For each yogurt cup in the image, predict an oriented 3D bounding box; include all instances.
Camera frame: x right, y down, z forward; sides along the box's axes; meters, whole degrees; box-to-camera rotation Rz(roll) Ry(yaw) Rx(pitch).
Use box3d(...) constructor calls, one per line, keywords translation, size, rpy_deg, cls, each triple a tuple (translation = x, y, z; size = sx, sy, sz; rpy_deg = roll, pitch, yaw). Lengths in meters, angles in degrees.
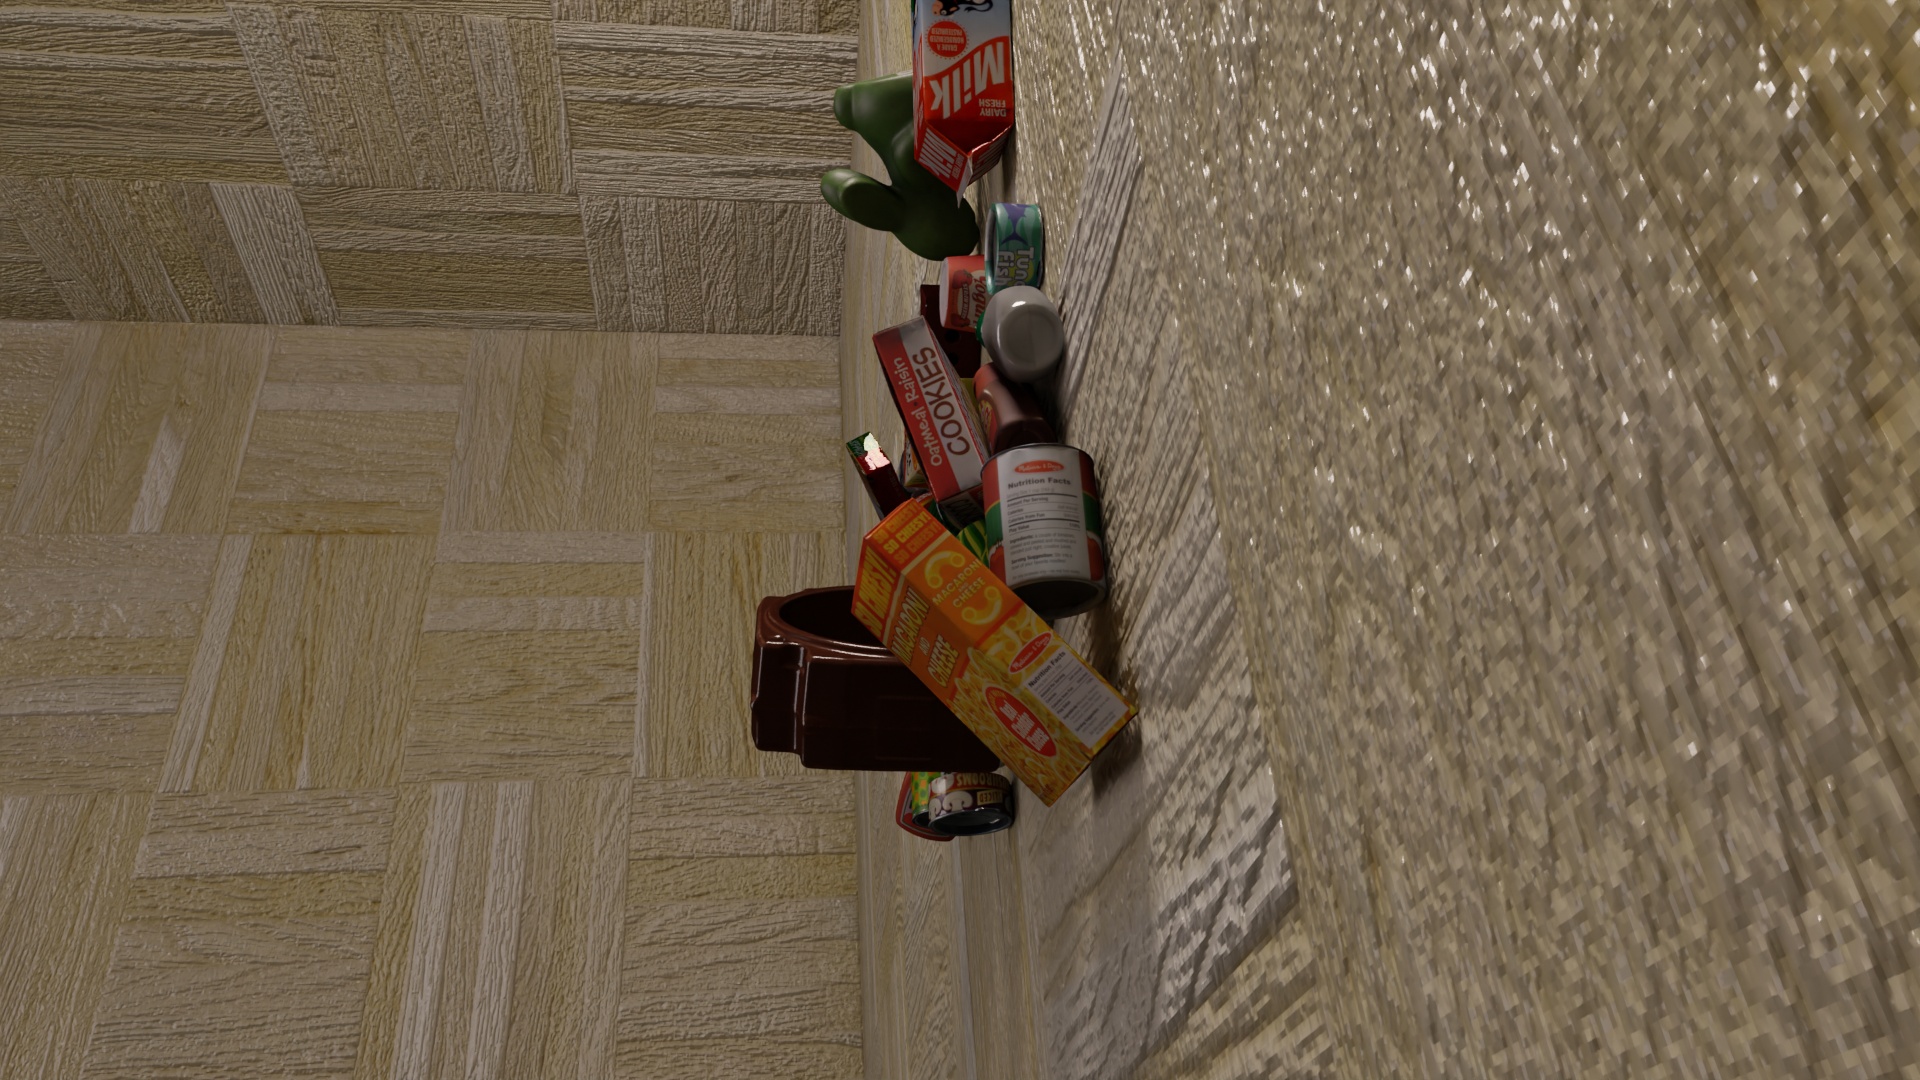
box3d(translation=(0.013, -0.194, 1.094), size=(0.072, 0.054, 0.072), rpy_deg=(-176, 87, -83), cls="yogurt cup")

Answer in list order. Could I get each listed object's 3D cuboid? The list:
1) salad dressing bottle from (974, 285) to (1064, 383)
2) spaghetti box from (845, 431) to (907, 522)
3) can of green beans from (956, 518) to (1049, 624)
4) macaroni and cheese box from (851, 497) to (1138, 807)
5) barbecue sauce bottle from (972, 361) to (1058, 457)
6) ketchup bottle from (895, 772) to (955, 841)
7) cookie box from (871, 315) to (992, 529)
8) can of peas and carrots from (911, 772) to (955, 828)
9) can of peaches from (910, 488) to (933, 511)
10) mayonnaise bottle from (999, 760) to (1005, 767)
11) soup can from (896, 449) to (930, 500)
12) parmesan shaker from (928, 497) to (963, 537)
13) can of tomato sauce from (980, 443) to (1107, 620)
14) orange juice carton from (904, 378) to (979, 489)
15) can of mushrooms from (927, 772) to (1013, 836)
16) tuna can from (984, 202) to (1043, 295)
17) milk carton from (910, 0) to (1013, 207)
box3d(translation=(0.037, -0.144, 0.957), size=(0.148, 0.044, 0.064), rpy_deg=(-121, 21, -77), cls="salad dressing bottle")
box3d(translation=(-0.057, -0.009, 1.360), size=(0.050, 0.029, 0.249), rpy_deg=(56, 172, 37), cls="spaghetti box")
box3d(translation=(0.028, 0.026, 0.934), size=(0.058, 0.071, 0.070), rpy_deg=(-98, 11, -48), cls="can of green beans")
box3d(translation=(0.013, 0.065, 0.775), size=(0.166, 0.040, 0.123), rpy_deg=(44, 159, 11), cls="macaroni and cheese box")
box3d(translation=(0.036, -0.083, 0.960), size=(0.149, 0.044, 0.064), rpy_deg=(-104, 5, -63), cls="barbecue sauce bottle")
box3d(translation=(-0.017, 0.210, 1.292), size=(0.044, 0.065, 0.148), rpy_deg=(-65, -9, -60), cls="ketchup bottle")
box3d(translation=(-0.007, -0.070, 0.965), size=(0.167, 0.040, 0.123), rpy_deg=(44, -157, -76), cls="cookie box")
box3d(translation=(-0.011, 0.215, 1.213), size=(0.070, 0.071, 0.059), rpy_deg=(104, 164, -61), cls="can of peas and carrots")
box3d(translation=(-0.019, -0.012, 1.273), size=(0.058, 0.071, 0.071), rpy_deg=(-133, 44, -78), cls="can of peaches")
box3d(translation=(0.005, 0.127, 1.130), size=(0.149, 0.065, 0.041), rpy_deg=(-96, 8, -60), cls="mayonnaise bottle")
box3d(translation=(-0.031, -0.064, 1.350), size=(0.083, 0.071, 0.071), rpy_deg=(127, 143, -78), cls="soup can")
box3d(translation=(0.004, -0.014, 1.093), size=(0.102, 0.071, 0.071), rpy_deg=(114, 155, -70), cls="parmesan shaker")
box3d(translation=(0.048, -0.003, 0.793), size=(0.071, 0.071, 0.083), rpy_deg=(106, 161, -64), cls="can of tomato sauce")
box3d(translation=(-0.008, -0.086, 1.178), size=(0.192, 0.073, 0.072), rpy_deg=(150, 119, -82), cls="orange juice carton")
box3d(translation=(0.008, 0.205, 1.081), size=(0.070, 0.071, 0.033), rpy_deg=(104, 165, -60), cls="can of mushrooms")
box3d(translation=(0.038, -0.205, 0.988), size=(0.071, 0.033, 0.071), rpy_deg=(-177, 87, -83), cls="tuna can")
box3d(translation=(0.001, -0.369, 1.115), size=(0.072, 0.073, 0.191), rpy_deg=(130, 140, -77), cls="milk carton")
